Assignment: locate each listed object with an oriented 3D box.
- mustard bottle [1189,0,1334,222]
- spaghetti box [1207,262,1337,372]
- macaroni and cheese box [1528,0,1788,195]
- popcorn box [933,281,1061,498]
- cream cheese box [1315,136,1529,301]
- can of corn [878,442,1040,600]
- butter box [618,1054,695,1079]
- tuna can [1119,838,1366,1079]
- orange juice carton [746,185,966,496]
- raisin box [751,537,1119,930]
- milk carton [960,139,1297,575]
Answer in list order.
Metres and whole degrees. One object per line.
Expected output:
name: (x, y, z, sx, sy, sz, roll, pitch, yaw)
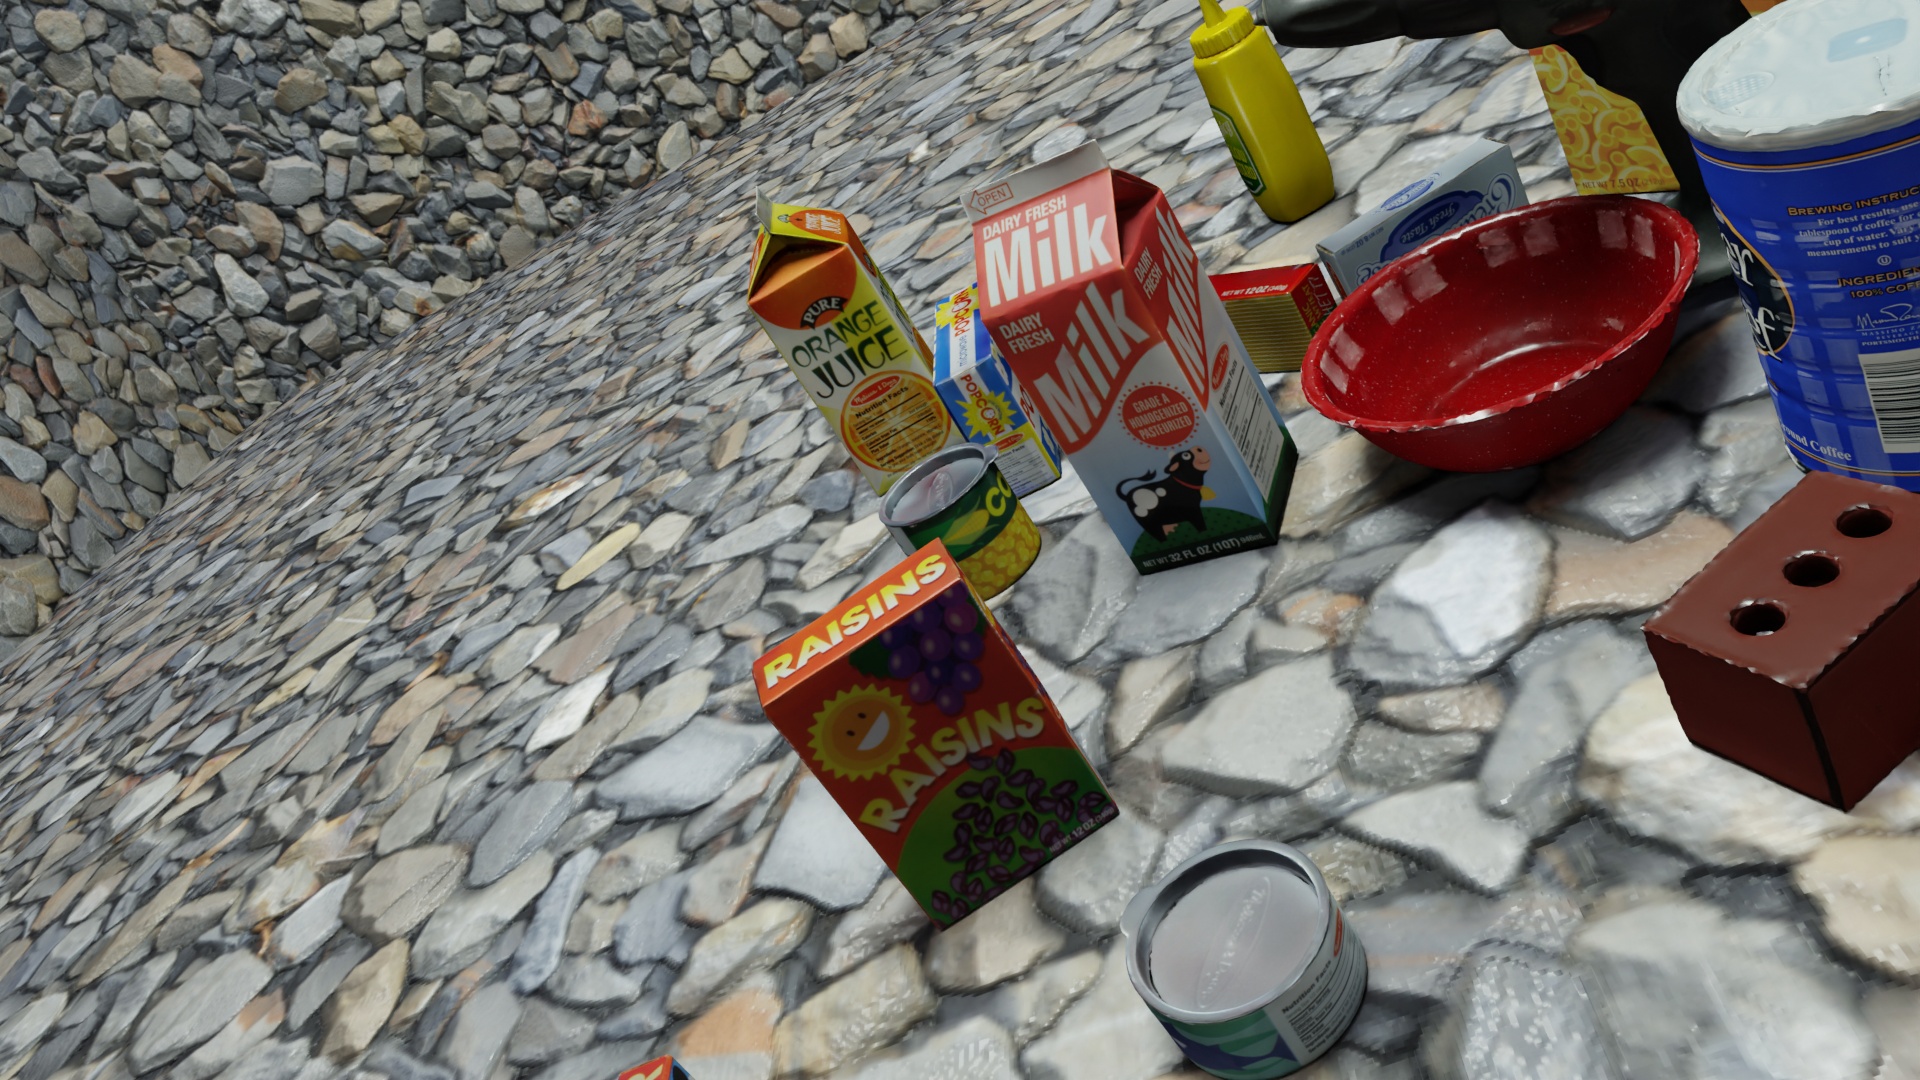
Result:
mustard bottle: (0.179, -0.276, 0.861, 0.049, 0.159, 0.065, -32, 26, 4)
spaghetti box: (0.108, -0.121, 0.802, 0.029, 0.050, 0.250, -47, 29, -25)
macaroni and cheese box: (0.321, -0.240, 0.633, 0.040, 0.166, 0.124, -43, 27, -18)
popcorn box: (0.020, -0.090, 0.809, 0.038, 0.085, 0.127, -27, 27, 14)
cream cheese box: (0.238, -0.154, 0.708, 0.104, 0.053, 0.024, -33, 26, 2)
can of corn: (0.003, -0.009, 0.721, 0.071, 0.058, 0.071, -26, 27, 15)
butter box: (-0.096, 0.223, 0.442, 0.024, 0.053, 0.104, -26, 27, 15)
tuna can: (0.085, 0.127, 0.424, 0.071, 0.032, 0.071, -26, 27, 15)
orange juice carton: (-0.073, -0.131, 0.862, 0.073, 0.192, 0.072, -30, 26, 9)
raisin box: (-0.008, 0.073, 0.518, 0.086, 0.123, 0.040, -33, 26, 1)
milk carton: (0.075, -0.083, 0.616, 0.072, 0.190, 0.074, -15, 31, 33)
